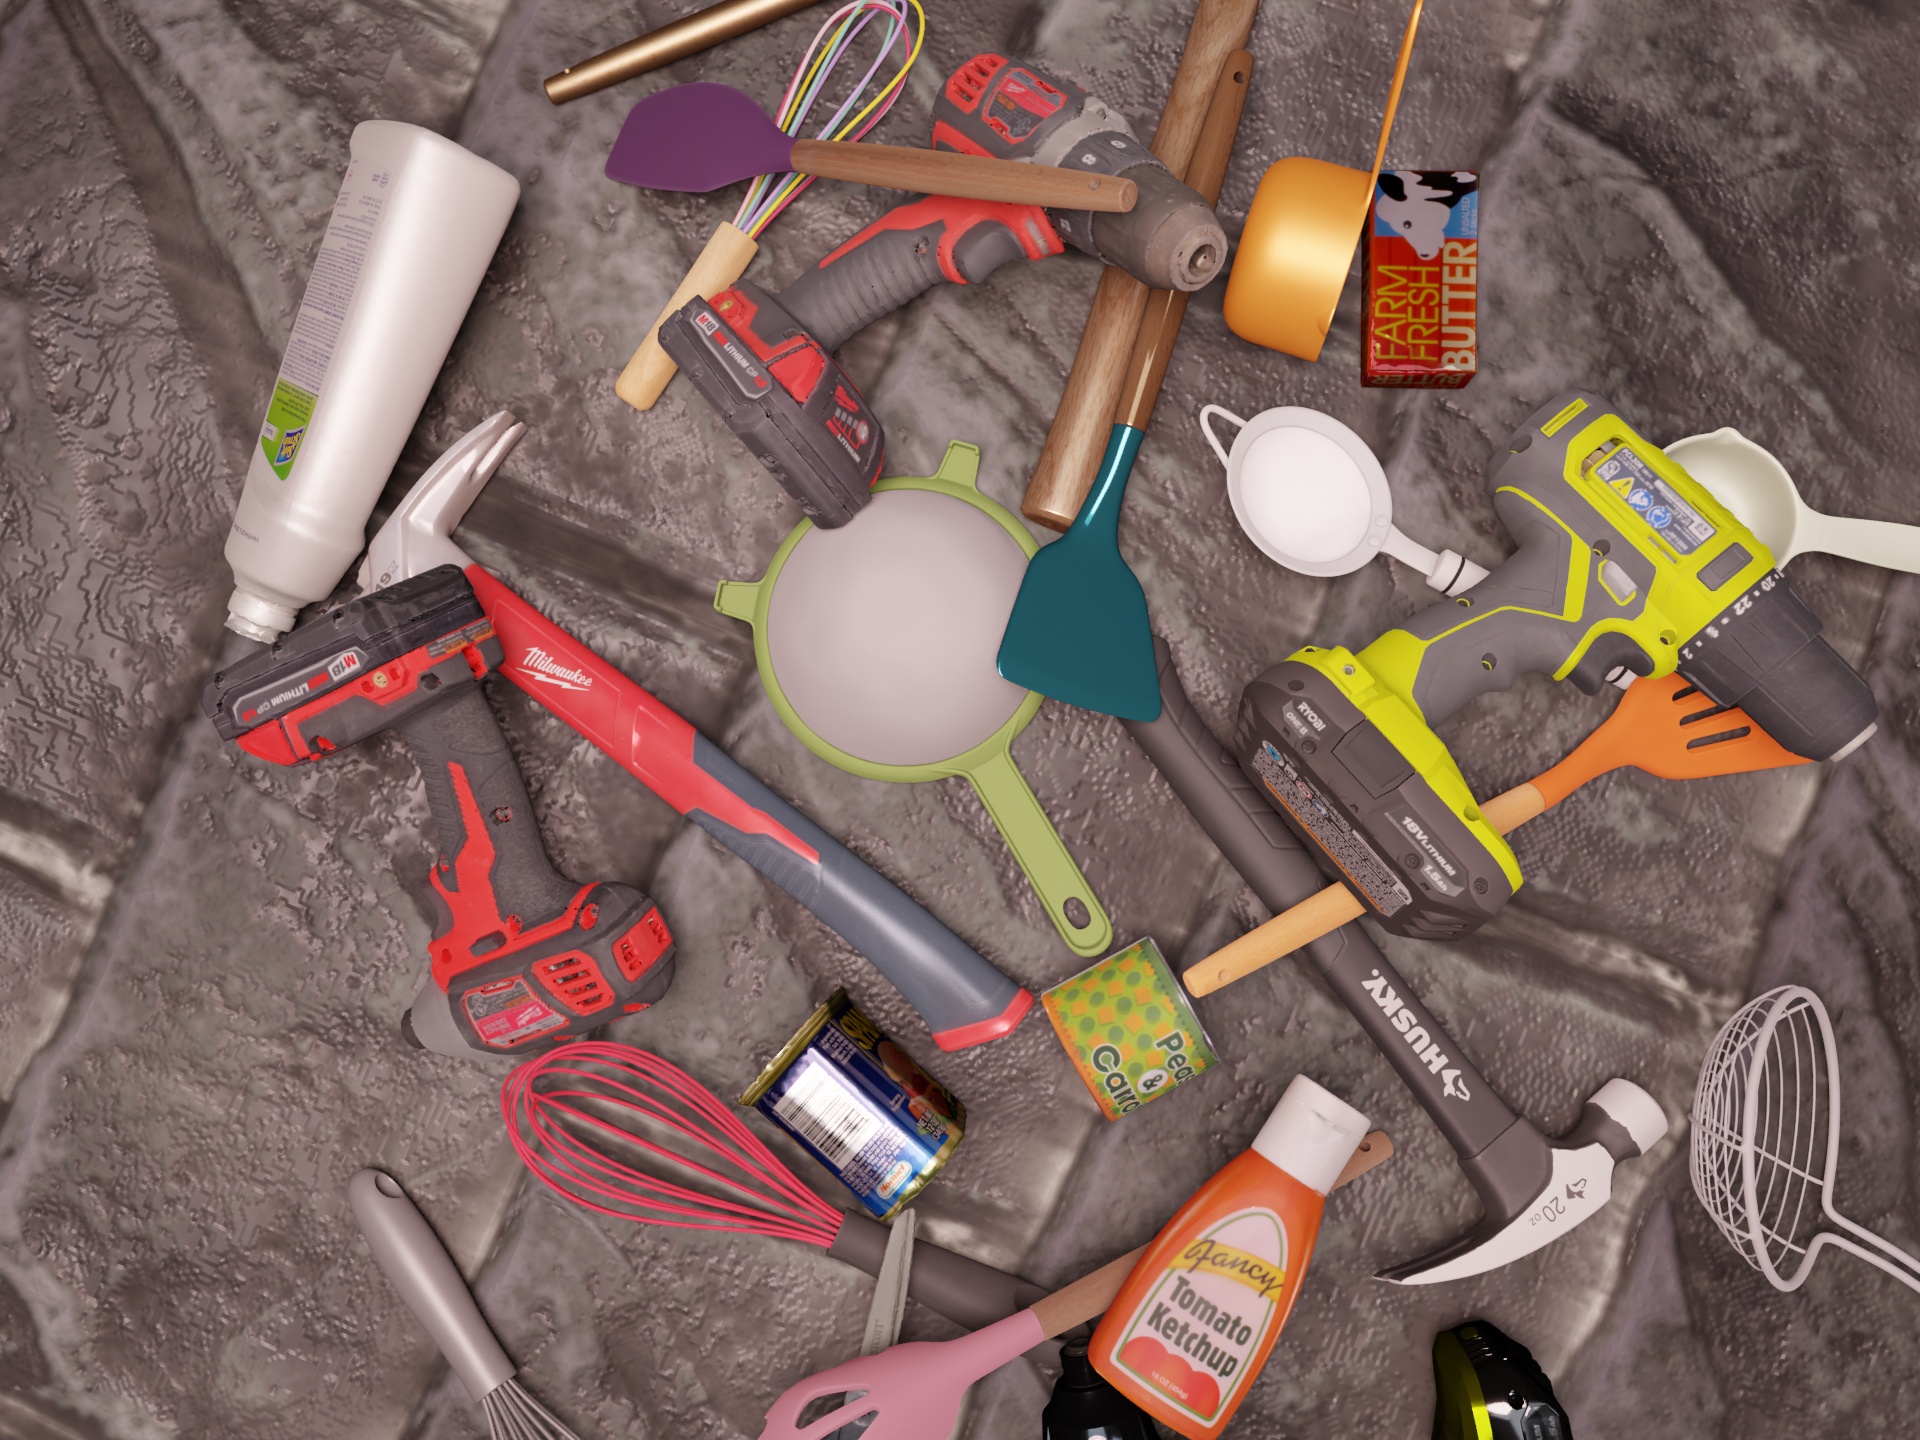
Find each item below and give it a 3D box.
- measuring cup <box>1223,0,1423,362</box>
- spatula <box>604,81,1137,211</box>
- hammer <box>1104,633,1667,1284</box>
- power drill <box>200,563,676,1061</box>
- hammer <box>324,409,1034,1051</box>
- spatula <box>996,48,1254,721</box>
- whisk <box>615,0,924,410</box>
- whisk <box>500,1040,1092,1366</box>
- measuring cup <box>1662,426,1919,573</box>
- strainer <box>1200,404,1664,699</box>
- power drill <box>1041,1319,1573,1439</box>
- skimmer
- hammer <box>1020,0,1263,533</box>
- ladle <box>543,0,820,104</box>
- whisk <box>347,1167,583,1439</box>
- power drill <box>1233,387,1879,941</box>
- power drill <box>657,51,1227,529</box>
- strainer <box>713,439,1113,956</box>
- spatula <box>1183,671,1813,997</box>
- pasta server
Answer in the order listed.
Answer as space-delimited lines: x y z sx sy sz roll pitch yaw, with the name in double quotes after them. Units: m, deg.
0.159 -0.243 0.709 0.052 0.173 0.095 17 52 8 "measuring cup"
-0.053 -0.256 0.723 0.316 0.018 0.060 21 86 35 "spatula"
0.162 0.097 0.729 0.146 0.035 0.335 -35 81 -14 "hammer"
-0.237 0.054 0.726 0.143 0.078 0.219 -23 101 22 "power drill"
-0.118 0.013 0.756 0.386 0.038 0.143 36 89 7 "hammer"
0.091 -0.160 0.734 0.082 0.044 0.317 16 89 -15 "spatula"
-0.094 -0.258 0.785 0.047 0.051 0.245 34 91 0 "whisk"
-0.074 0.226 0.730 0.296 0.073 0.073 25 87 0 "whisk"
0.390 -0.084 0.741 0.167 0.038 0.083 10 85 3 "measuring cup"
0.220 -0.072 0.749 0.258 0.050 0.087 28 67 0 "strainer"
0.150 0.344 0.693 0.223 0.080 0.171 -11 88 4 "power drill"
0.463 0.254 0.677 0.363 0.090 0.127 35 56 4 "skimmer"
0.095 -0.251 0.777 0.130 0.031 0.331 19 86 5 "hammer"
-0.064 -0.382 0.789 0.320 0.062 0.078 -20 40 5 "ladle"
-0.219 0.310 0.737 0.055 0.055 0.239 -37 79 0 "whisk"
0.251 -0.012 0.674 0.228 0.080 0.191 -37 75 -10 "power drill"
-0.007 -0.192 0.718 0.226 0.080 0.188 -41 51 1 "power drill"
-0.001 -0.002 0.740 0.151 0.069 0.256 -31 82 0 "strainer"
0.244 0.047 0.714 0.322 0.041 0.081 -26 106 -11 "spatula"
0.057 0.254 0.696 0.316 0.040 0.060 -21 52 -18 "pasta server"
